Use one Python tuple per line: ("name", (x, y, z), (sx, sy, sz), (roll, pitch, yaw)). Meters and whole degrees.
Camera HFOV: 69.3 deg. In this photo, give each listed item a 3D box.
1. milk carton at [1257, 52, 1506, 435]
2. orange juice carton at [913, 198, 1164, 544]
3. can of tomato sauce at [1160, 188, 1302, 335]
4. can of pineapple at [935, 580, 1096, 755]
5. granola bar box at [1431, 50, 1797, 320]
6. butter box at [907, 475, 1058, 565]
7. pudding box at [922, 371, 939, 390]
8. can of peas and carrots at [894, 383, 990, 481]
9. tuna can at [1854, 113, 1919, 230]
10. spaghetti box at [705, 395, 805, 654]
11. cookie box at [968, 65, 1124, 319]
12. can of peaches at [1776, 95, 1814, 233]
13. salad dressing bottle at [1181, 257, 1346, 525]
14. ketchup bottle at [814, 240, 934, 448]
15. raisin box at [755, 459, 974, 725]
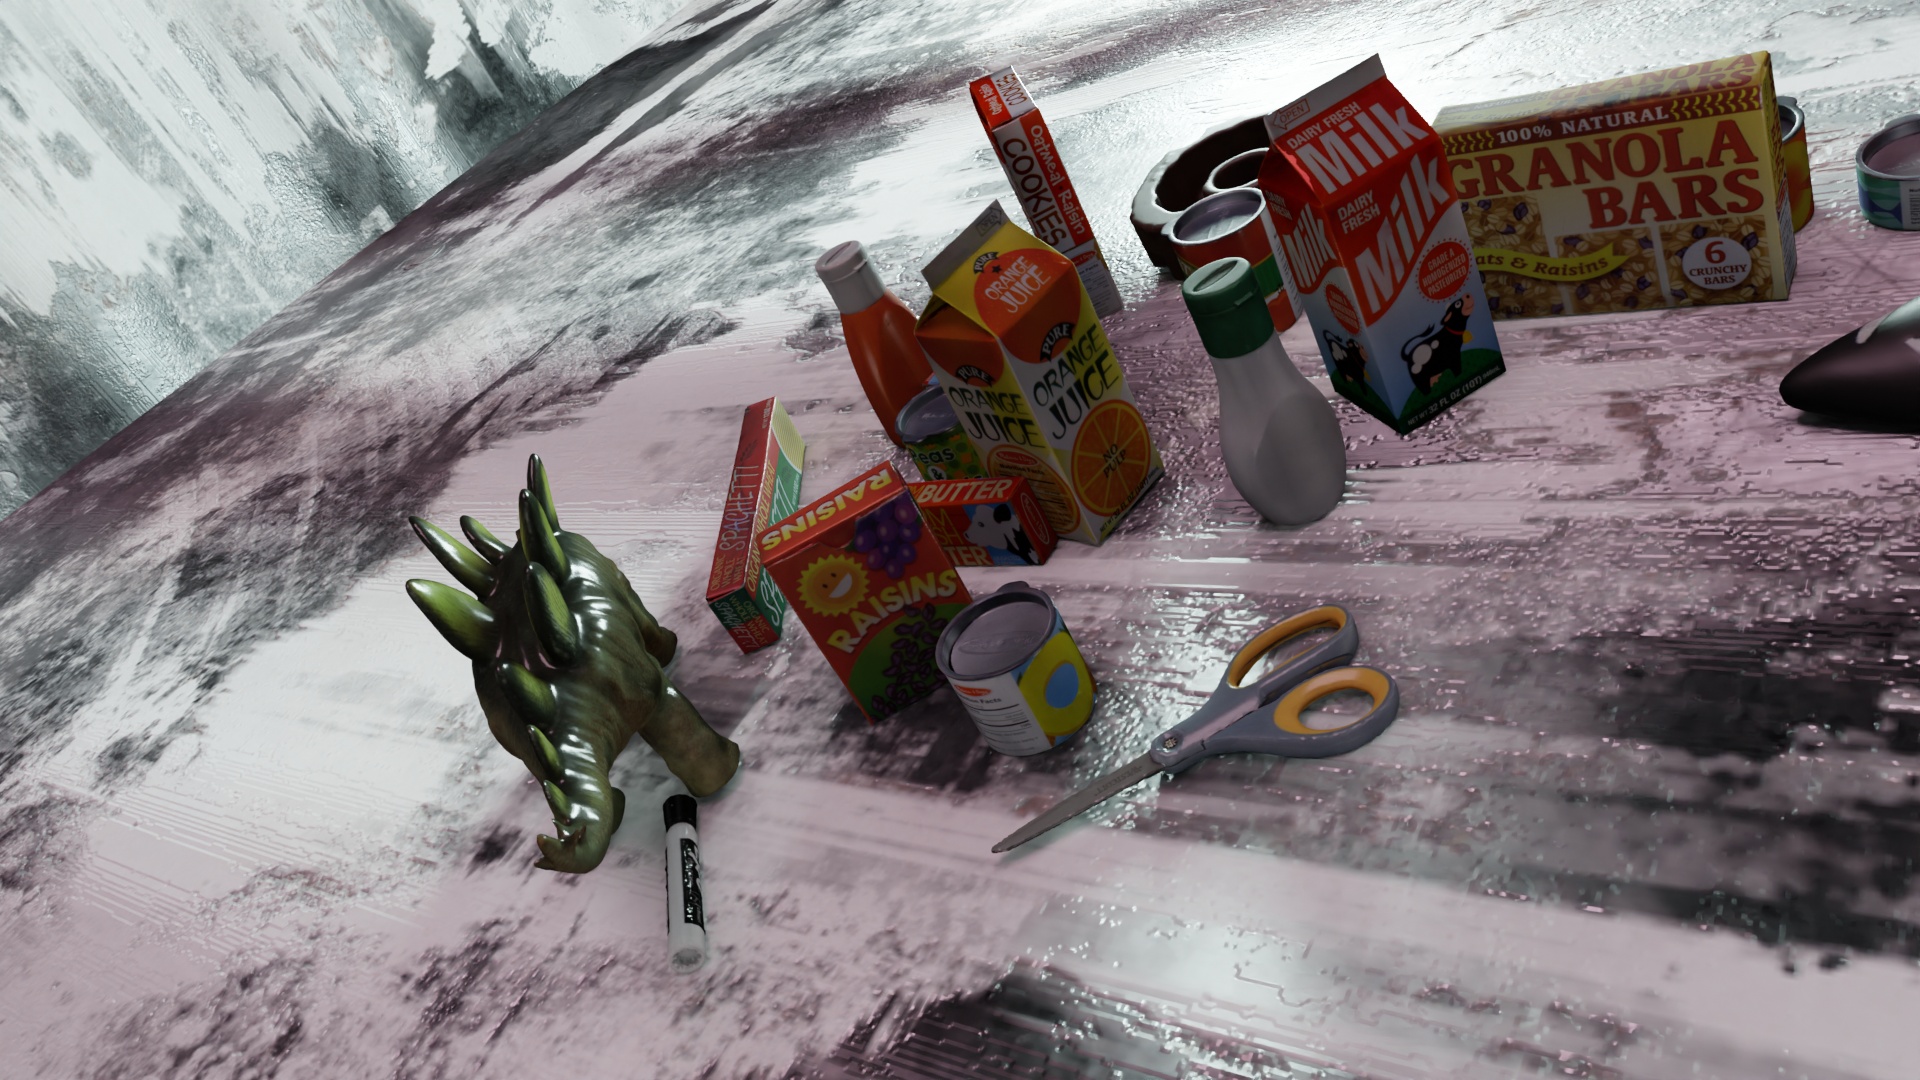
("milk carton", (0.222, -0.160, 0.749), (0.072, 0.189, 0.074), (-31, 31, -3))
("orange juice carton", (0.040, -0.095, 0.799), (0.073, 0.192, 0.072), (12, 50, 47))
("can of tomato sauce", (0.179, -0.177, 0.911), (0.071, 0.082, 0.071), (-21, 32, 14))
("can of pineapple", (0.030, 0.065, 0.706), (0.071, 0.057, 0.071), (-21, 32, 14))
("granola bar box", (0.348, -0.184, 0.748), (0.165, 0.123, 0.039), (2, 43, 40))
("butter box", (0.003, -0.011, 0.840), (0.103, 0.053, 0.024), (-1, 41, 37))
("pudding box", (0.014, -0.117, 0.988), (0.030, 0.049, 0.084), (5, 45, 43))
("can of peas and carrots", (-0.003, -0.064, 0.917), (0.071, 0.058, 0.071), (-21, 32, 14))
("tuna can", (0.505, -0.194, 0.724), (0.071, 0.032, 0.071), (-20, 32, 14))
("spaghetti box", (-0.139, -0.018, 0.967), (0.028, 0.050, 0.251), (-22, 32, 12))
("cookie box", (0.062, -0.258, 1.040), (0.040, 0.166, 0.123), (-25, 32, 7))
("can of peaches", (0.434, -0.203, 0.769), (0.071, 0.058, 0.071), (-21, 32, 14))
("salad dressing bottle", (0.157, -0.076, 0.722), (0.064, 0.147, 0.044), (-36, 32, -11))
("ketchup bottle", (-0.051, -0.139, 0.976), (0.043, 0.148, 0.065), (9, 48, 46))
("raisin box", (-0.044, 0.030, 0.752), (0.086, 0.123, 0.040), (-29, 31, 0))
